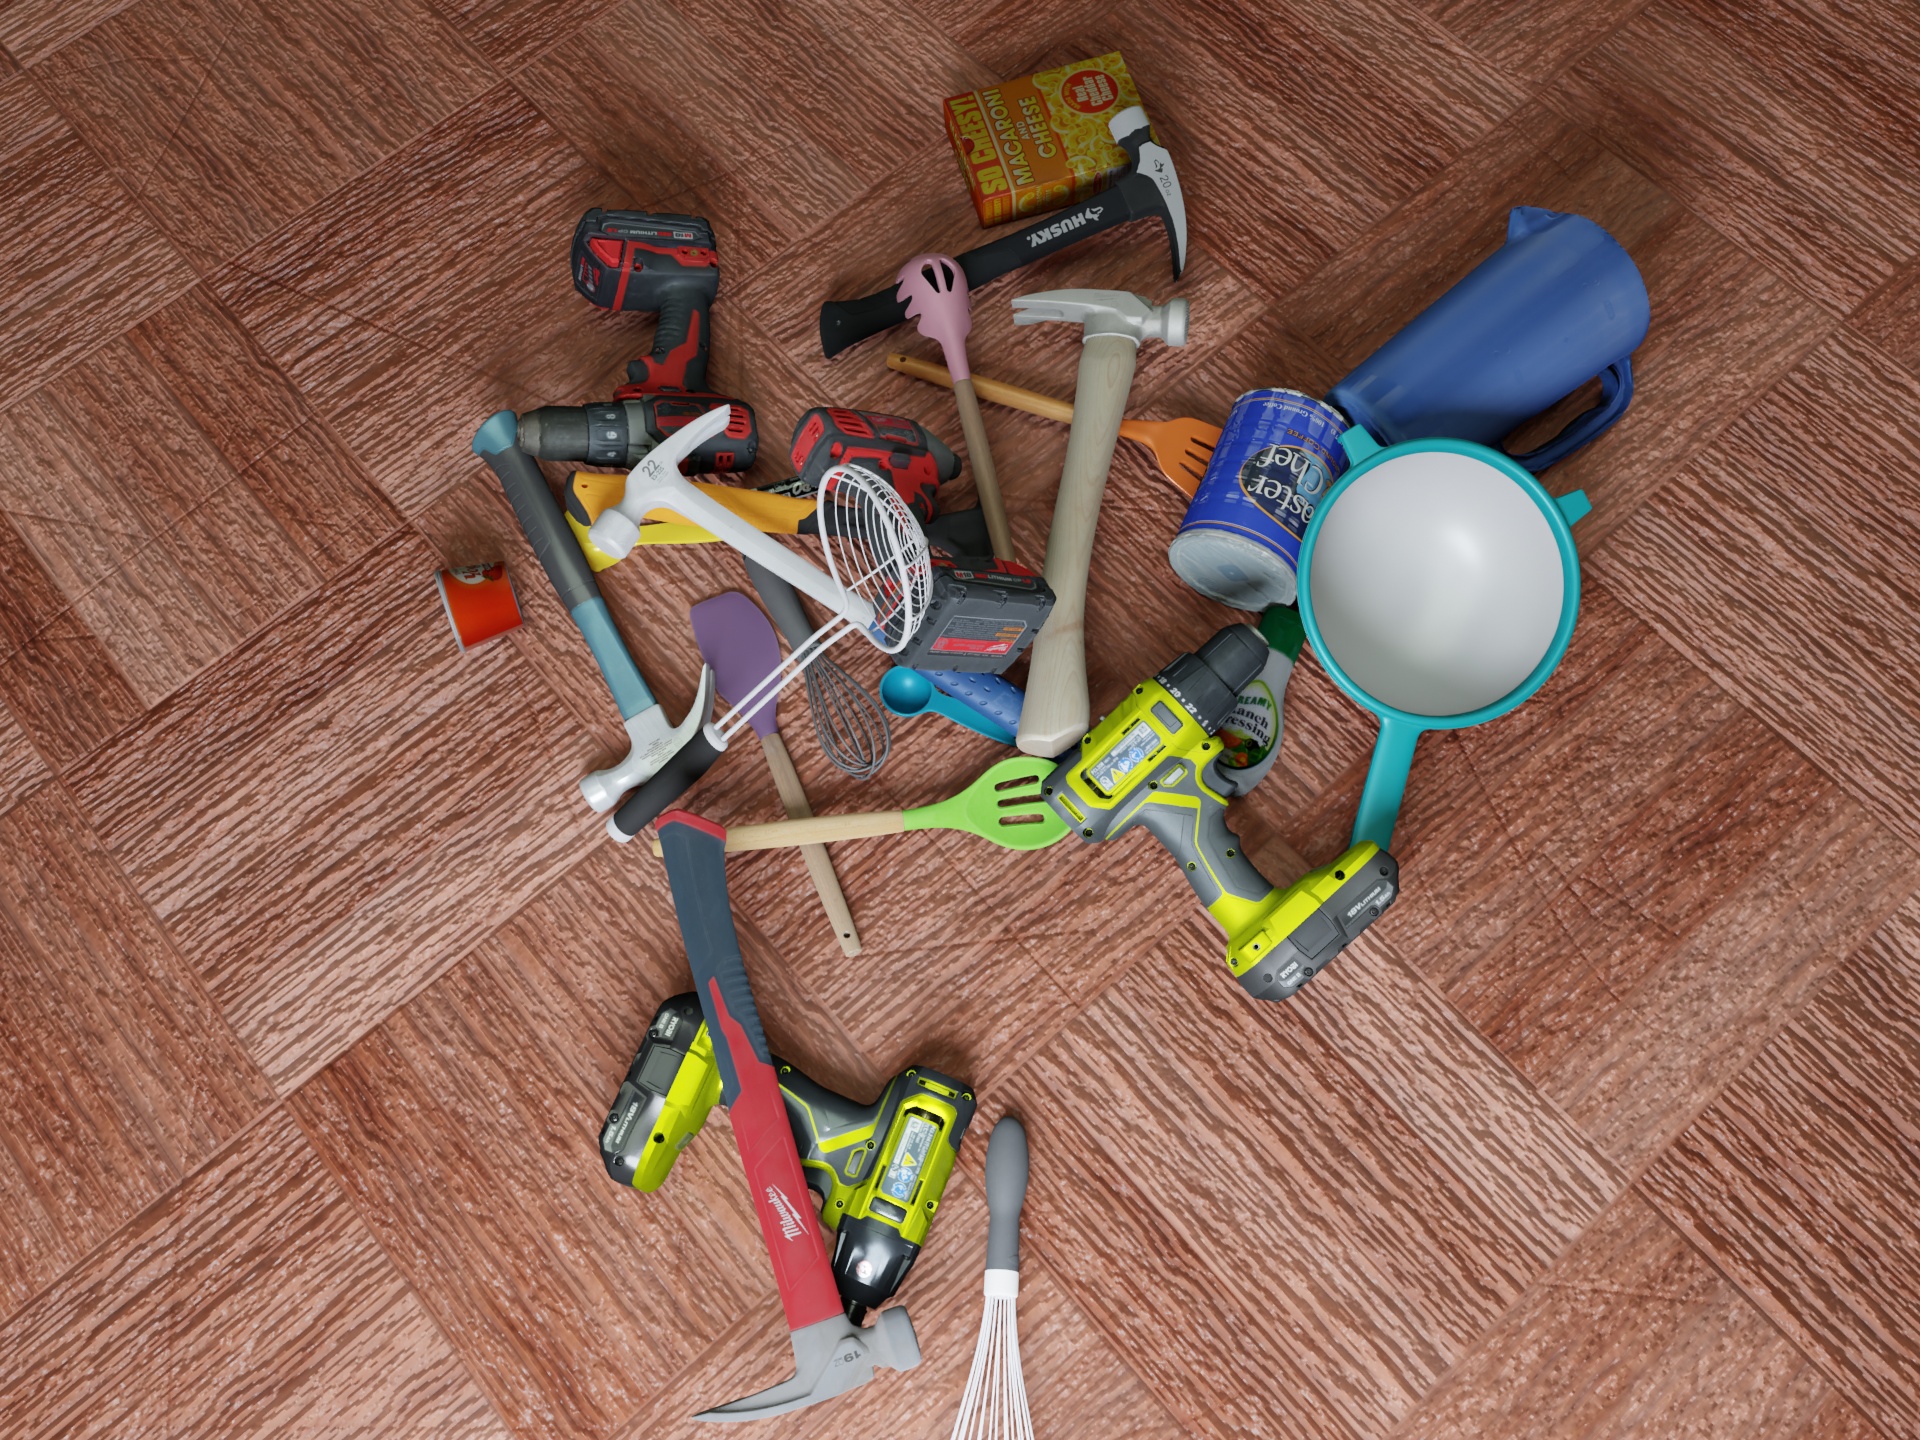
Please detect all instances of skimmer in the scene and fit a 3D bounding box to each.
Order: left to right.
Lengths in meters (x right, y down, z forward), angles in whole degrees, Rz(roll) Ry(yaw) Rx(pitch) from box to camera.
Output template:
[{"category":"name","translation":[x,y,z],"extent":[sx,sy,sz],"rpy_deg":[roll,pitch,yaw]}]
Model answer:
[{"category":"skimmer","translation":[-0.150,-0.027,1.095],"extent":[0.363,0.090,0.127],"rpy_deg":[-41,66,25]}]

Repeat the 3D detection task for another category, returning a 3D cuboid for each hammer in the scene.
[{"category":"hammer","translation":[-0.298,-0.100,1.239],"extent":[0.128,0.033,0.331],"rpy_deg":[-29,76,-4]},{"category":"hammer","translation":[-0.150,0.244,1.032],"extent":[0.143,0.038,0.387],"rpy_deg":[-17,72,-8]},{"category":"hammer","translation":[-0.138,-0.169,1.249],"extent":[0.337,0.034,0.127],"rpy_deg":[5,68,-8]},{"category":"hammer","translation":[-0.071,-0.086,1.197],"extent":[0.405,0.035,0.144],"rpy_deg":[33,74,1]},{"category":"hammer","translation":[0.033,-0.386,1.348],"extent":[0.335,0.035,0.146],"rpy_deg":[-25,90,-1]},{"category":"hammer","translation":[0.081,-0.164,1.227],"extent":[0.146,0.038,0.411],"rpy_deg":[6,65,11]}]

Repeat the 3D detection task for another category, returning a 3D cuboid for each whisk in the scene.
[{"category":"whisk","translation":[-0.117,-0.055,1.230],"extent":[0.055,0.055,0.239],"rpy_deg":[-27,66,-8]},{"category":"whisk","translation":[0.026,0.401,1.036],"extent":[0.070,0.070,0.285],"rpy_deg":[3,63,4]}]

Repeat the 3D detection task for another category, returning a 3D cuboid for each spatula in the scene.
[{"category":"spatula","translation":[-0.134,0.034,1.208],"extent":[0.060,0.018,0.316],"rpy_deg":[-21,68,-6]},{"category":"spatula","translation":[0.087,-0.248,1.311],"extent":[0.323,0.041,0.081],"rpy_deg":[20,71,15]}]

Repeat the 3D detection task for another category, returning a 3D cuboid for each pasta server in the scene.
[{"category":"pasta server","translation":[0.007,-0.241,1.269],"extent":[0.060,0.040,0.316],"rpy_deg":[-10,75,-13]}]

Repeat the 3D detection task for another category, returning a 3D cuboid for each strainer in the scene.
[{"category":"strainer","translation":[0.326,-0.037,1.186],"extent":[0.211,0.095,0.340],"rpy_deg":[15,89,-5]}]

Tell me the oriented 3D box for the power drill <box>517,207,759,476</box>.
[{"category":"power drill","translation":[-0.270,-0.301,1.296],"extent":[0.187,0.080,0.227],"rpy_deg":[-3,68,-22]}]

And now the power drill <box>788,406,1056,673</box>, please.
[{"category":"power drill","translation":[-0.026,-0.140,1.169],"extent":[0.143,0.078,0.220],"rpy_deg":[1,48,-40]}]

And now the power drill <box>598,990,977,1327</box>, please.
[{"category":"power drill","translation":[-0.121,0.291,1.074],"extent":[0.223,0.080,0.171],"rpy_deg":[21,70,7]}]

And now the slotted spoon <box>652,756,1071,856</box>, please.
[{"category":"slotted spoon","translation":[-0.068,0.074,1.167],"extent":[0.313,0.031,0.070],"rpy_deg":[-7,96,-5]}]

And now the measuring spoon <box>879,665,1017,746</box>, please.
[{"category":"measuring spoon","translation":[-0.002,-0.004,1.222],"extent":[0.128,0.021,0.042],"rpy_deg":[22,70,2]}]

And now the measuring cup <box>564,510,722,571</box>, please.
[{"category":"measuring cup","translation":[-0.247,-0.157,1.284],"extent":[0.156,0.029,0.062],"rpy_deg":[-4,68,4]}]

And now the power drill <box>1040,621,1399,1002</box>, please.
[{"category":"power drill","translation":[0.195,0.062,1.115],"extent":[0.190,0.080,0.228],"rpy_deg":[-43,81,3]}]
